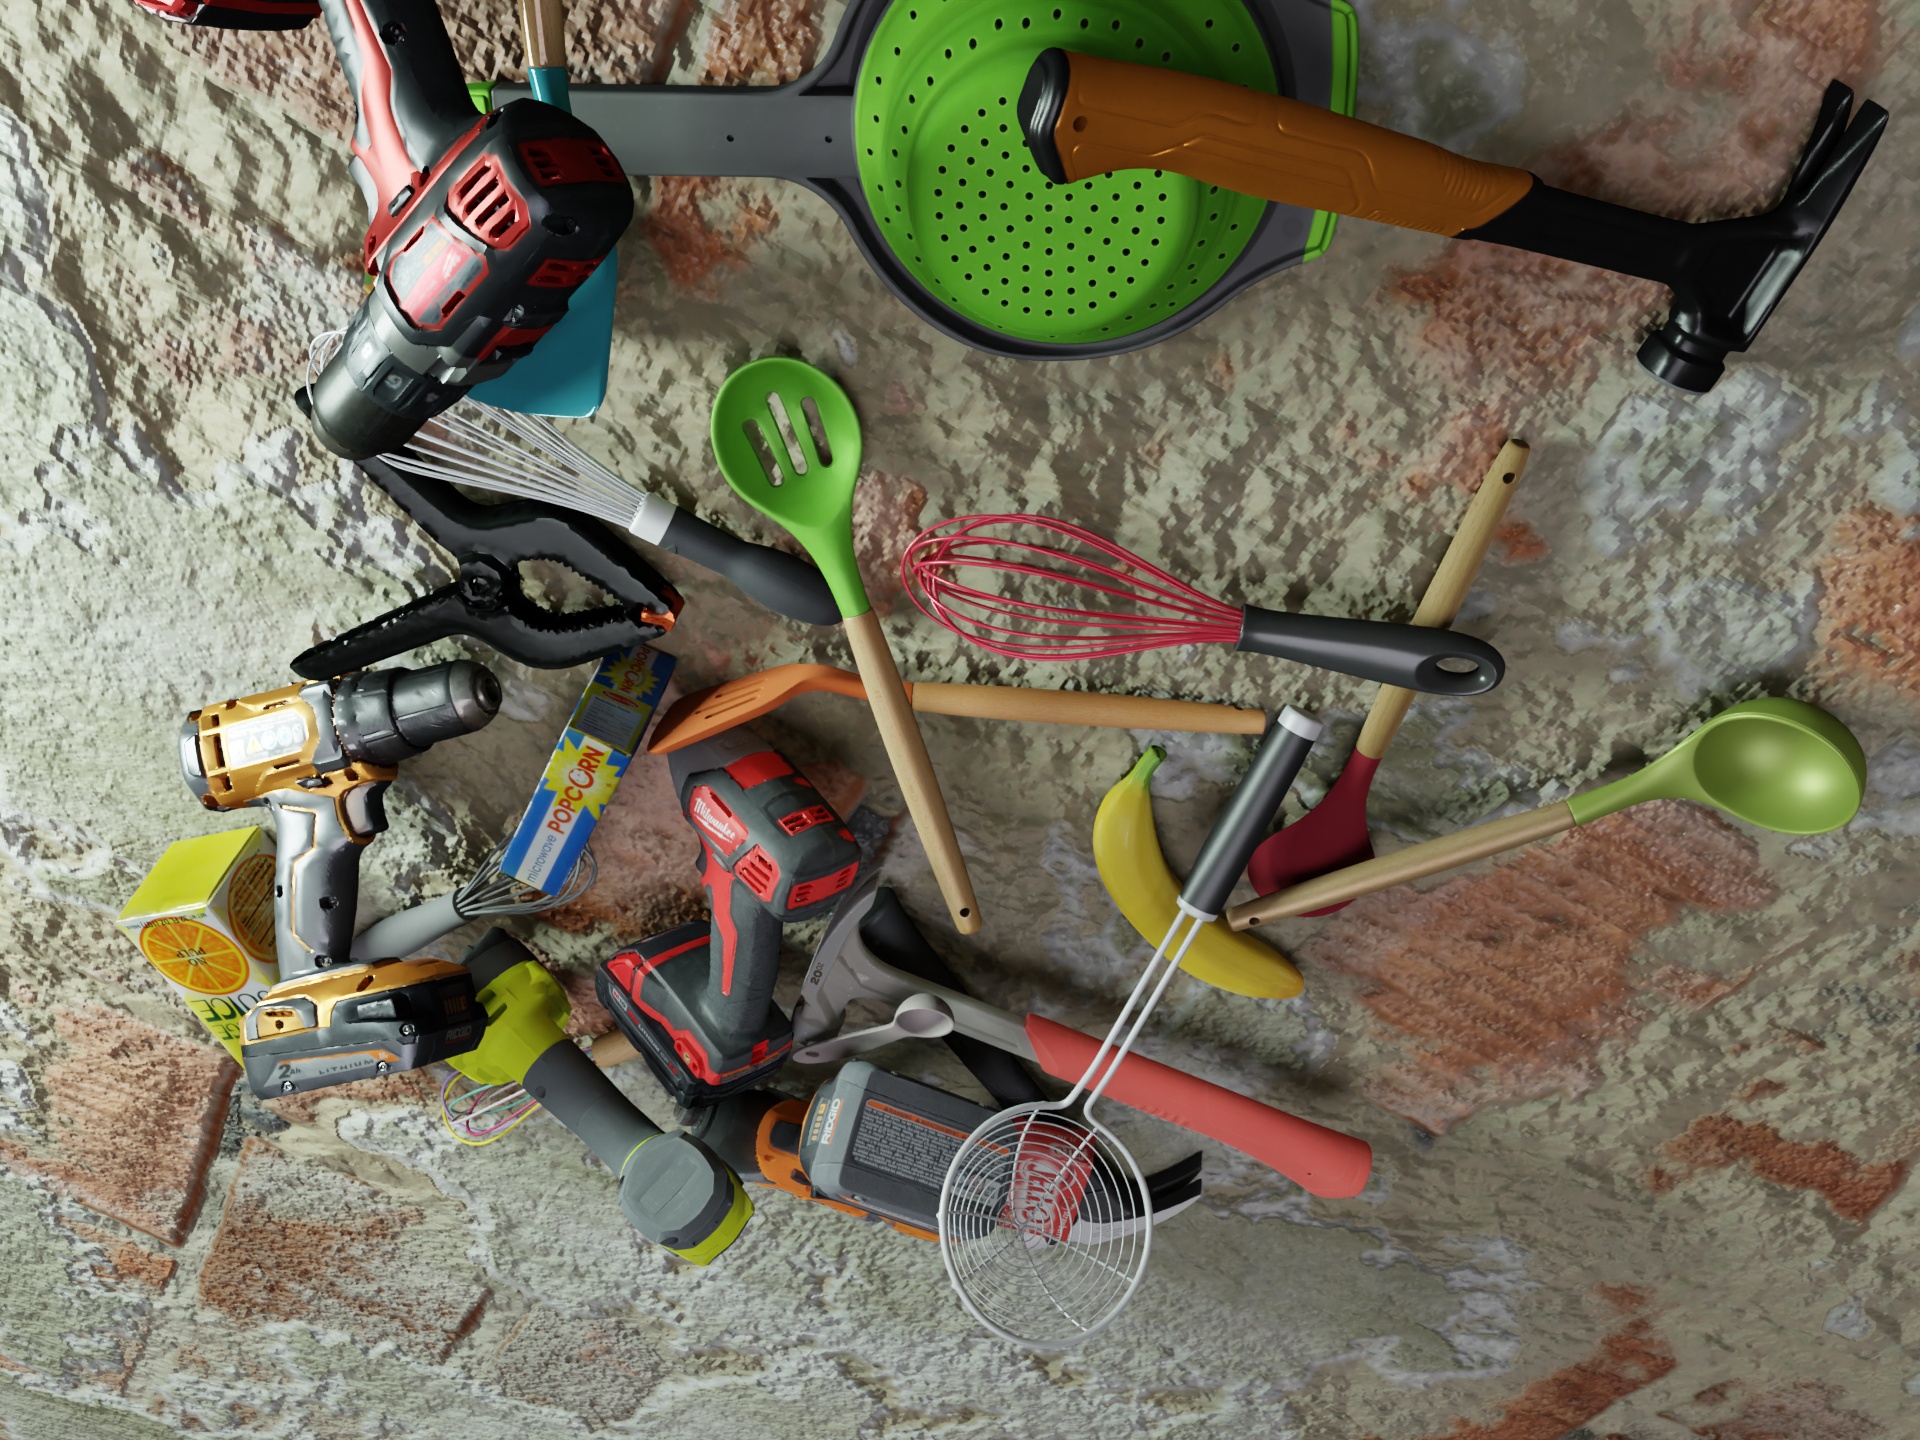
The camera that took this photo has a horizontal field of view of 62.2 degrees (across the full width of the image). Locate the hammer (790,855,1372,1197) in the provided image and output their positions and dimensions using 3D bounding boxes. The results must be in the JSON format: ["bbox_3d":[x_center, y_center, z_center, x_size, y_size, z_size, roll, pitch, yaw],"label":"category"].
[{"bbox_3d":[0.083,0.199,0.946,0.359,0.037,0.149,22,129,-6],"label":"hammer"}]

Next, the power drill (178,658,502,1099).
[{"bbox_3d":[-0.327,0.081,0.884,0.185,0.084,0.226,-14,85,12],"label":"power drill"}]

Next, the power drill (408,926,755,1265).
[{"bbox_3d":[-0.221,0.238,0.966,0.223,0.080,0.171,39,162,16],"label":"power drill"}]

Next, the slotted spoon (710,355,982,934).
[{"bbox_3d":[-0.045,-0.030,0.793,0.070,0.031,0.313,-19,108,1],"label":"slotted spoon"}]

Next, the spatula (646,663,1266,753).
[{"bbox_3d":[-0.001,-0.003,0.842,0.322,0.081,0.041,4,112,0],"label":"spatula"}]

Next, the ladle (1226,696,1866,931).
[{"bbox_3d":[0.290,0.063,0.818,0.320,0.062,0.078,-20,119,17],"label":"ladle"}]

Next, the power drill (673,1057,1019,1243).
[{"bbox_3d":[-0.079,0.265,0.992,0.164,0.084,0.226,24,157,-19],"label":"power drill"}]

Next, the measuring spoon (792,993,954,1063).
[{"bbox_3d":[-0.053,0.180,0.932,0.124,0.018,0.034,-24,133,35],"label":"measuring spoon"}]

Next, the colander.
[{"bbox_3d":[-0.042,-0.226,0.642,0.397,0.095,0.204,3,128,7],"label":"colander"}]

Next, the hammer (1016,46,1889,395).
[{"bbox_3d":[0.182,-0.203,0.589,0.336,0.034,0.127,4,131,-21],"label":"hammer"}]

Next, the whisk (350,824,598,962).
[{"bbox_3d":[-0.310,0.114,0.988,0.239,0.055,0.055,-25,120,31],"label":"whisk"}]

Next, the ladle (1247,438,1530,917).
[{"bbox_3d":[0.221,-0.005,0.816,0.069,0.031,0.315,13,127,-4],"label":"ladle"}]

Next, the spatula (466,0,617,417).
[{"bbox_3d":[-0.169,-0.280,0.614,0.082,0.044,0.317,15,118,31],"label":"spatula"}]

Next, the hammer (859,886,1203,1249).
[{"bbox_3d":[0.032,0.228,1.025,0.146,0.035,0.334,-21,121,24],"label":"hammer"}]

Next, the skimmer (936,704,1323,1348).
[{"bbox_3d":[0.104,0.163,0.844,0.127,0.090,0.363,24,105,-12],"label":"skimmer"}]

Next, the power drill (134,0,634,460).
[{"bbox_3d":[-0.240,-0.229,0.622,0.188,0.080,0.227,-32,89,37],"label":"power drill"}]

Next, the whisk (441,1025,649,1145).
[{"bbox_3d":[-0.257,0.235,1.075,0.245,0.047,0.051,-24,138,21],"label":"whisk"}]

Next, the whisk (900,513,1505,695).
[{"bbox_3d":[0.116,-0.049,0.770,0.296,0.073,0.073,10,129,2],"label":"whisk"}]

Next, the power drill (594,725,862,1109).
[{"bbox_3d":[-0.137,0.103,0.905,0.143,0.078,0.219,44,133,28],"label":"power drill"}]

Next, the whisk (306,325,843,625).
[{"bbox_3d":[-0.181,-0.114,0.783,0.284,0.070,0.070,26,128,-17],"label":"whisk"}]
